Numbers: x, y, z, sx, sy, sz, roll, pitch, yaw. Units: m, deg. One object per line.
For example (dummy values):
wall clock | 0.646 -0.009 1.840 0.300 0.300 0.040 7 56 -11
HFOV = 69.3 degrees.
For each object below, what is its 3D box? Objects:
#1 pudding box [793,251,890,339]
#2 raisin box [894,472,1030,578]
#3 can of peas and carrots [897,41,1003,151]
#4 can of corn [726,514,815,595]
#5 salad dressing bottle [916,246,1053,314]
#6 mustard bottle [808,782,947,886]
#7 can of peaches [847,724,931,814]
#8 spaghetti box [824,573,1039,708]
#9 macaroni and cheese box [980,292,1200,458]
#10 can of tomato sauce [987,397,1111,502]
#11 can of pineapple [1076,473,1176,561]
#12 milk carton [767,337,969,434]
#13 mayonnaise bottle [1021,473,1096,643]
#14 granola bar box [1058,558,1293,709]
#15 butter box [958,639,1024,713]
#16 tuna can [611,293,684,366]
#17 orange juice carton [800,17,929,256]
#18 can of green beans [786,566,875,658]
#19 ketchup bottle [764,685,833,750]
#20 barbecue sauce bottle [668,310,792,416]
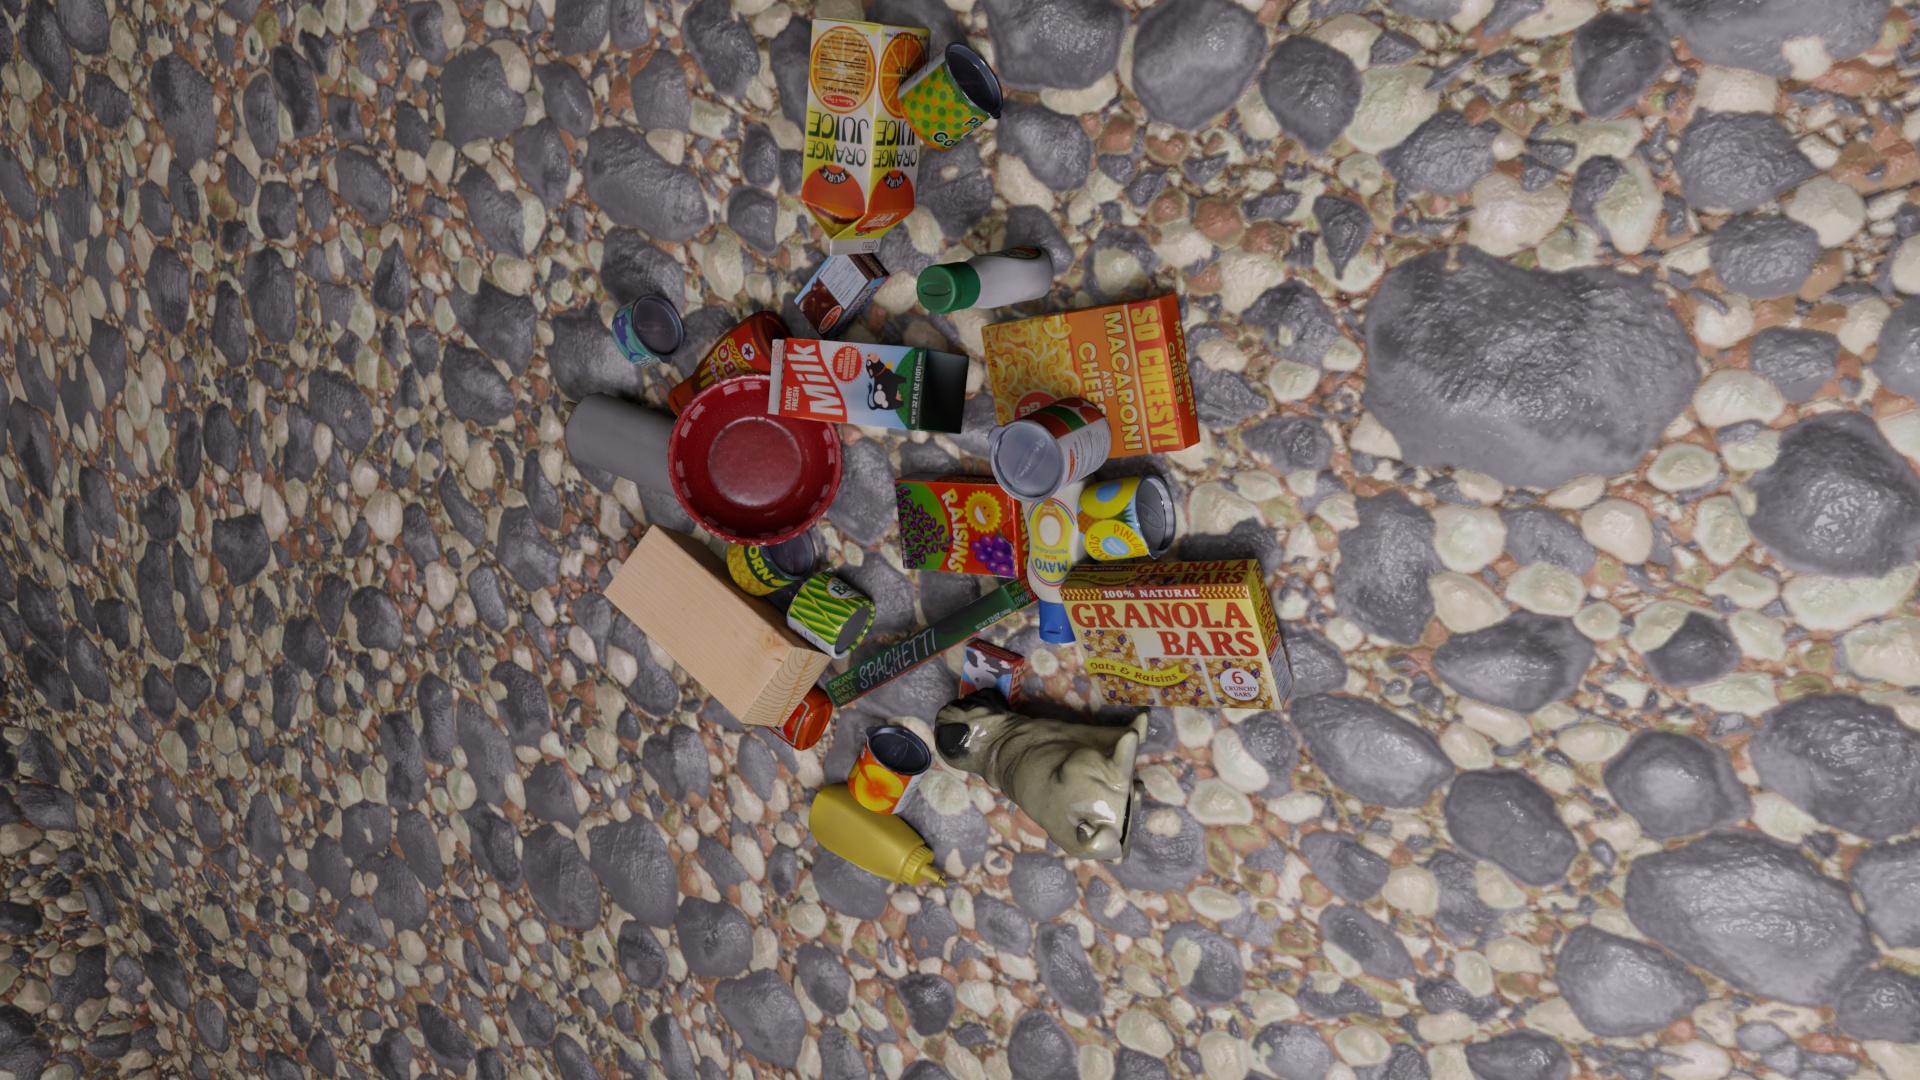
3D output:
pudding box | -0.108 -0.228 1.255 0.050 0.030 0.083 51 125 9
raisin box | 0.004 -0.016 1.240 0.123 0.040 0.086 4 106 32
can of peas and carrots | -0.007 -0.358 1.128 0.058 0.071 0.071 -29 88 37
can of corn | -0.187 0.015 1.355 0.058 0.071 0.071 -23 91 37
salad dressing bottle | 0.020 -0.207 1.104 0.064 0.148 0.044 8 109 31
mustard bottle | -0.077 0.302 1.383 0.160 0.049 0.065 28 118 23
can of peaches | -0.071 0.220 1.343 0.071 0.071 0.057 38 122 18
spaghetti box | -0.029 0.096 1.288 0.249 0.050 0.028 -31 85 36
macaroni and cheese box | 0.106 -0.129 1.138 0.166 0.040 0.123 -4 103 34
can of tomato sauce | 0.071 -0.074 1.101 0.071 0.083 0.071 12 114 30
can of pineapple | 0.135 -0.017 1.135 0.058 0.071 0.071 -9 99 36
milk carton | -0.094 -0.139 1.237 0.190 0.073 0.072 8 95 30
mayonnaise bottle | 0.085 0.014 1.194 0.065 0.041 0.147 7 107 27
granola bar box | 0.176 0.077 1.134 0.165 0.039 0.123 -3 122 34
butter box | 0.025 0.148 1.284 0.053 0.024 0.103 19 113 28
tuna can | -0.308 -0.204 1.370 0.032 0.071 0.071 -16 95 37
orange juice carton | -0.083 -0.339 1.179 0.073 0.072 0.191 18 113 28
can of green beans | -0.123 0.071 1.333 0.058 0.071 0.071 32 120 21
ketchup bottle | -0.201 0.151 1.422 0.149 0.044 0.064 32 113 22
barbecue sauce bottle | -0.224 -0.163 1.342 0.148 0.044 0.065 -26 90 36
